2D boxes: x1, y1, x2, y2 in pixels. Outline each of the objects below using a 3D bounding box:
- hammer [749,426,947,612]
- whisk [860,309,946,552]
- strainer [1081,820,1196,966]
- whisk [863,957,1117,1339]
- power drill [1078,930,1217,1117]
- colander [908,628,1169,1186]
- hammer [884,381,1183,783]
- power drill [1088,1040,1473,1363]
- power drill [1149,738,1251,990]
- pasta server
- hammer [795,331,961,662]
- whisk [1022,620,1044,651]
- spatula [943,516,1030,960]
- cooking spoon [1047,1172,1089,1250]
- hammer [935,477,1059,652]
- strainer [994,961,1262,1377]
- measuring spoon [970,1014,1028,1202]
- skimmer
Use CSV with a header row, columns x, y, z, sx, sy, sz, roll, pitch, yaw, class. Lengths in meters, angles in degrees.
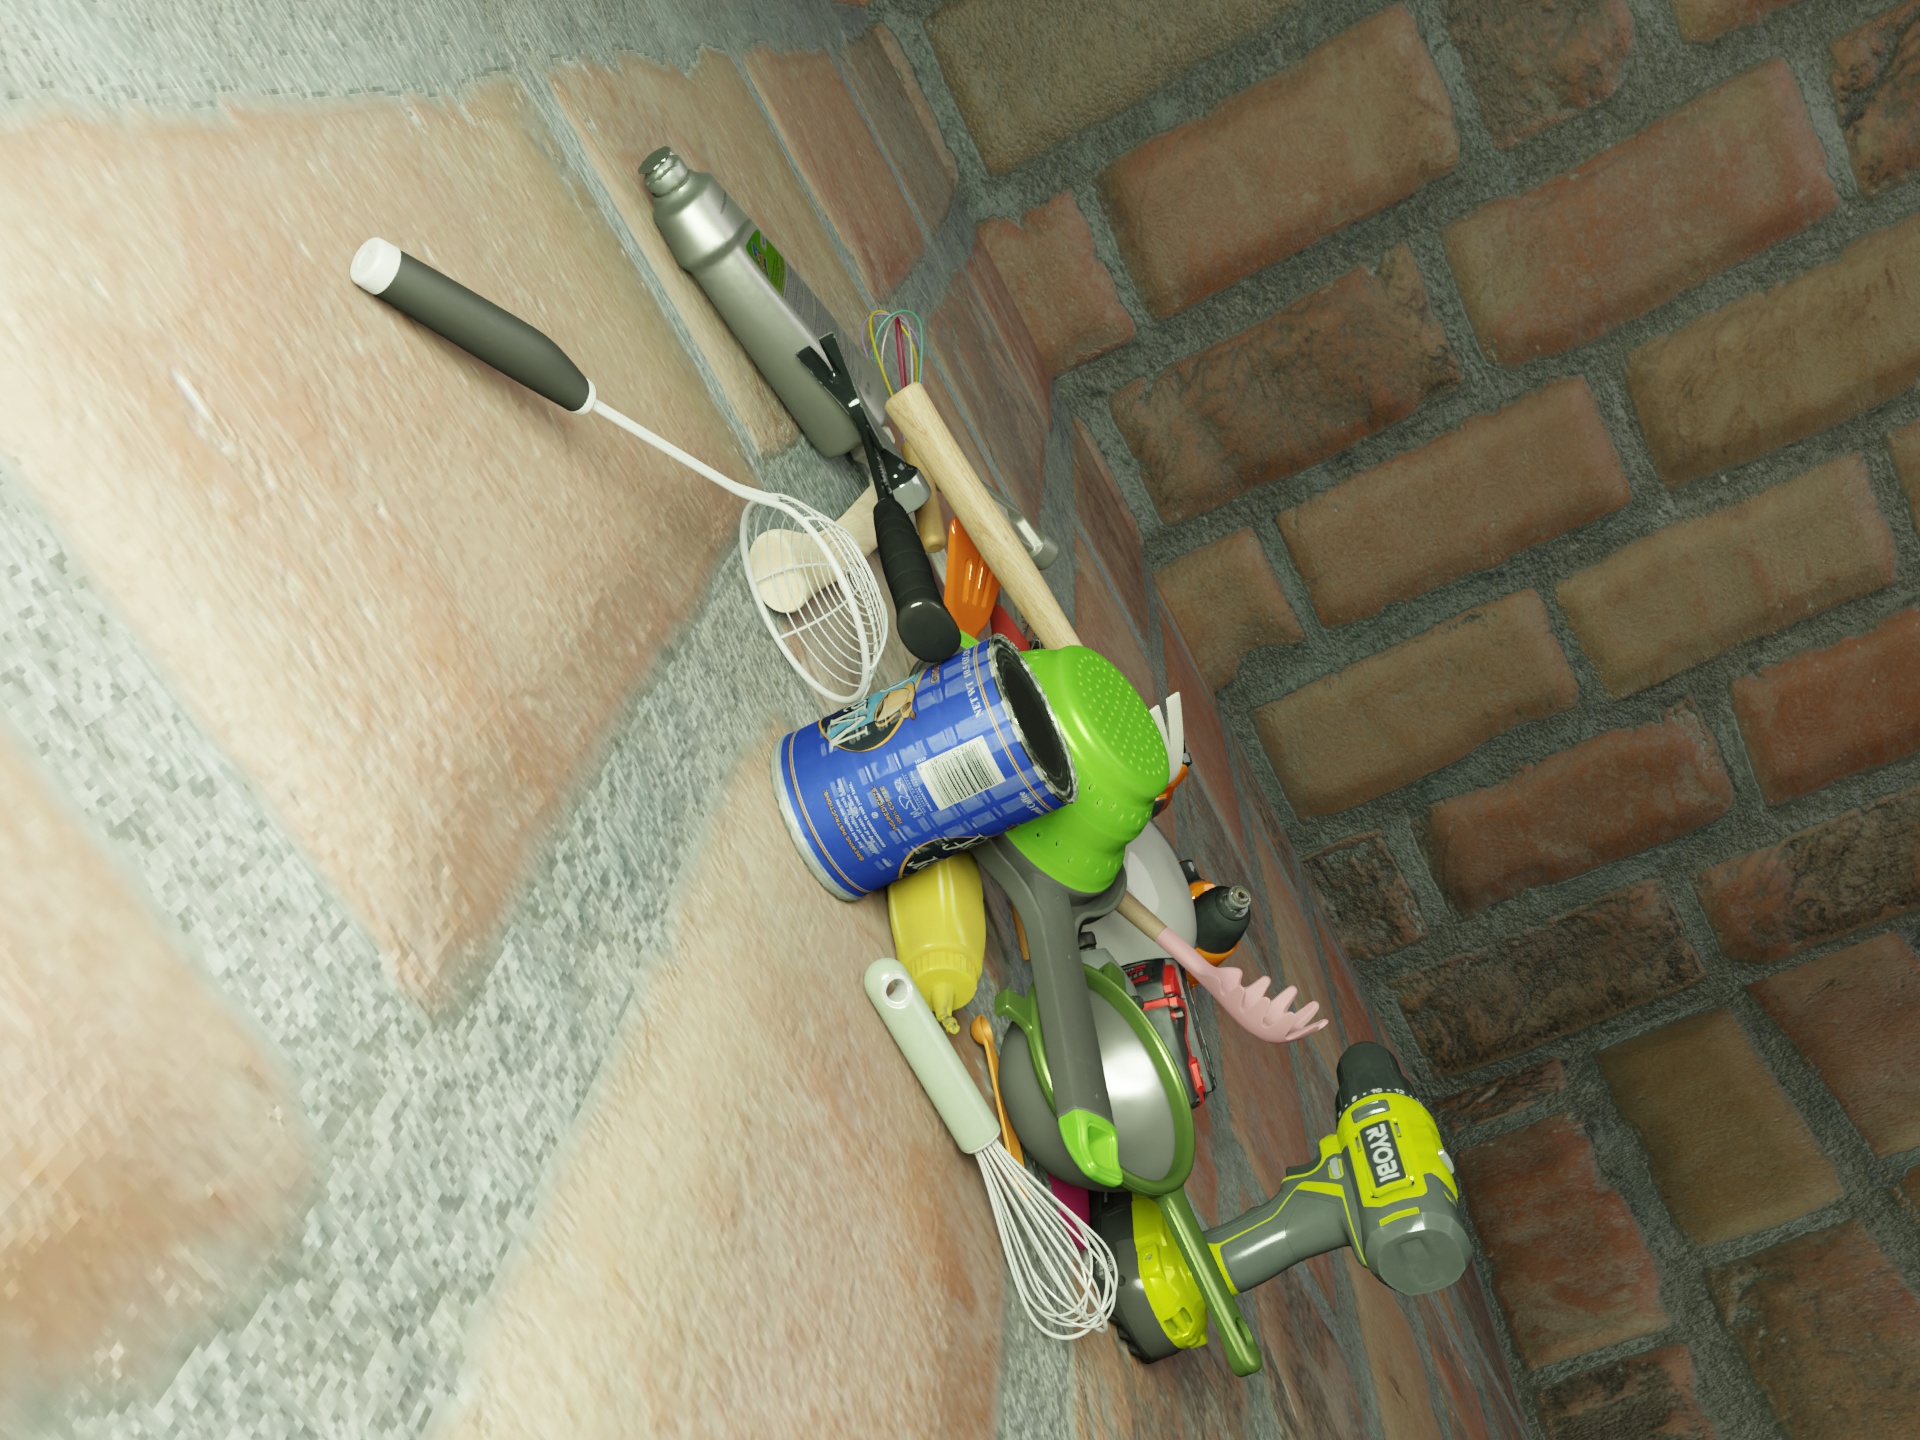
x,y,z,sx,sy,sz,roll,pitch,yaw,class
-0.074,-0.125,1.159,0.146,0.038,0.411,64,15,-10,hammer
-0.038,-0.244,1.312,0.047,0.051,0.245,53,23,-62,whisk
0.121,0.091,1.373,0.340,0.095,0.211,68,15,9,strainer
0.015,0.235,0.869,0.246,0.058,0.059,60,-20,-7,whisk
0.118,0.222,1.128,0.219,0.078,0.143,29,45,-72,power drill
0.076,0.080,0.957,0.204,0.094,0.398,34,33,-37,colander
0.050,-0.088,1.103,0.331,0.031,0.130,57,-27,-5,hammer
0.201,0.305,1.026,0.080,0.228,0.191,59,15,-22,power drill
0.197,0.124,1.485,0.164,0.084,0.227,121,-44,-54,power drill
0.133,0.135,1.178,0.316,0.040,0.060,40,18,25,pasta server
-0.046,-0.137,1.004,0.149,0.036,0.409,58,7,-26,hammer
0.038,-0.025,1.325,0.055,0.055,0.239,59,28,-23,whisk
0.029,0.011,1.150,0.081,0.041,0.323,12,64,-56,spatula
0.069,0.231,1.107,0.068,0.017,0.319,60,15,-28,cooking spoon
0.036,-0.051,1.266,0.149,0.036,0.359,31,40,-35,hammer
0.093,0.271,0.947,0.151,0.069,0.256,1,59,-58,strainer
0.022,0.234,0.959,0.021,0.011,0.117,42,30,-59,measuring spoon
-0.162,-0.111,0.806,0.127,0.090,0.363,36,5,41,skimmer
